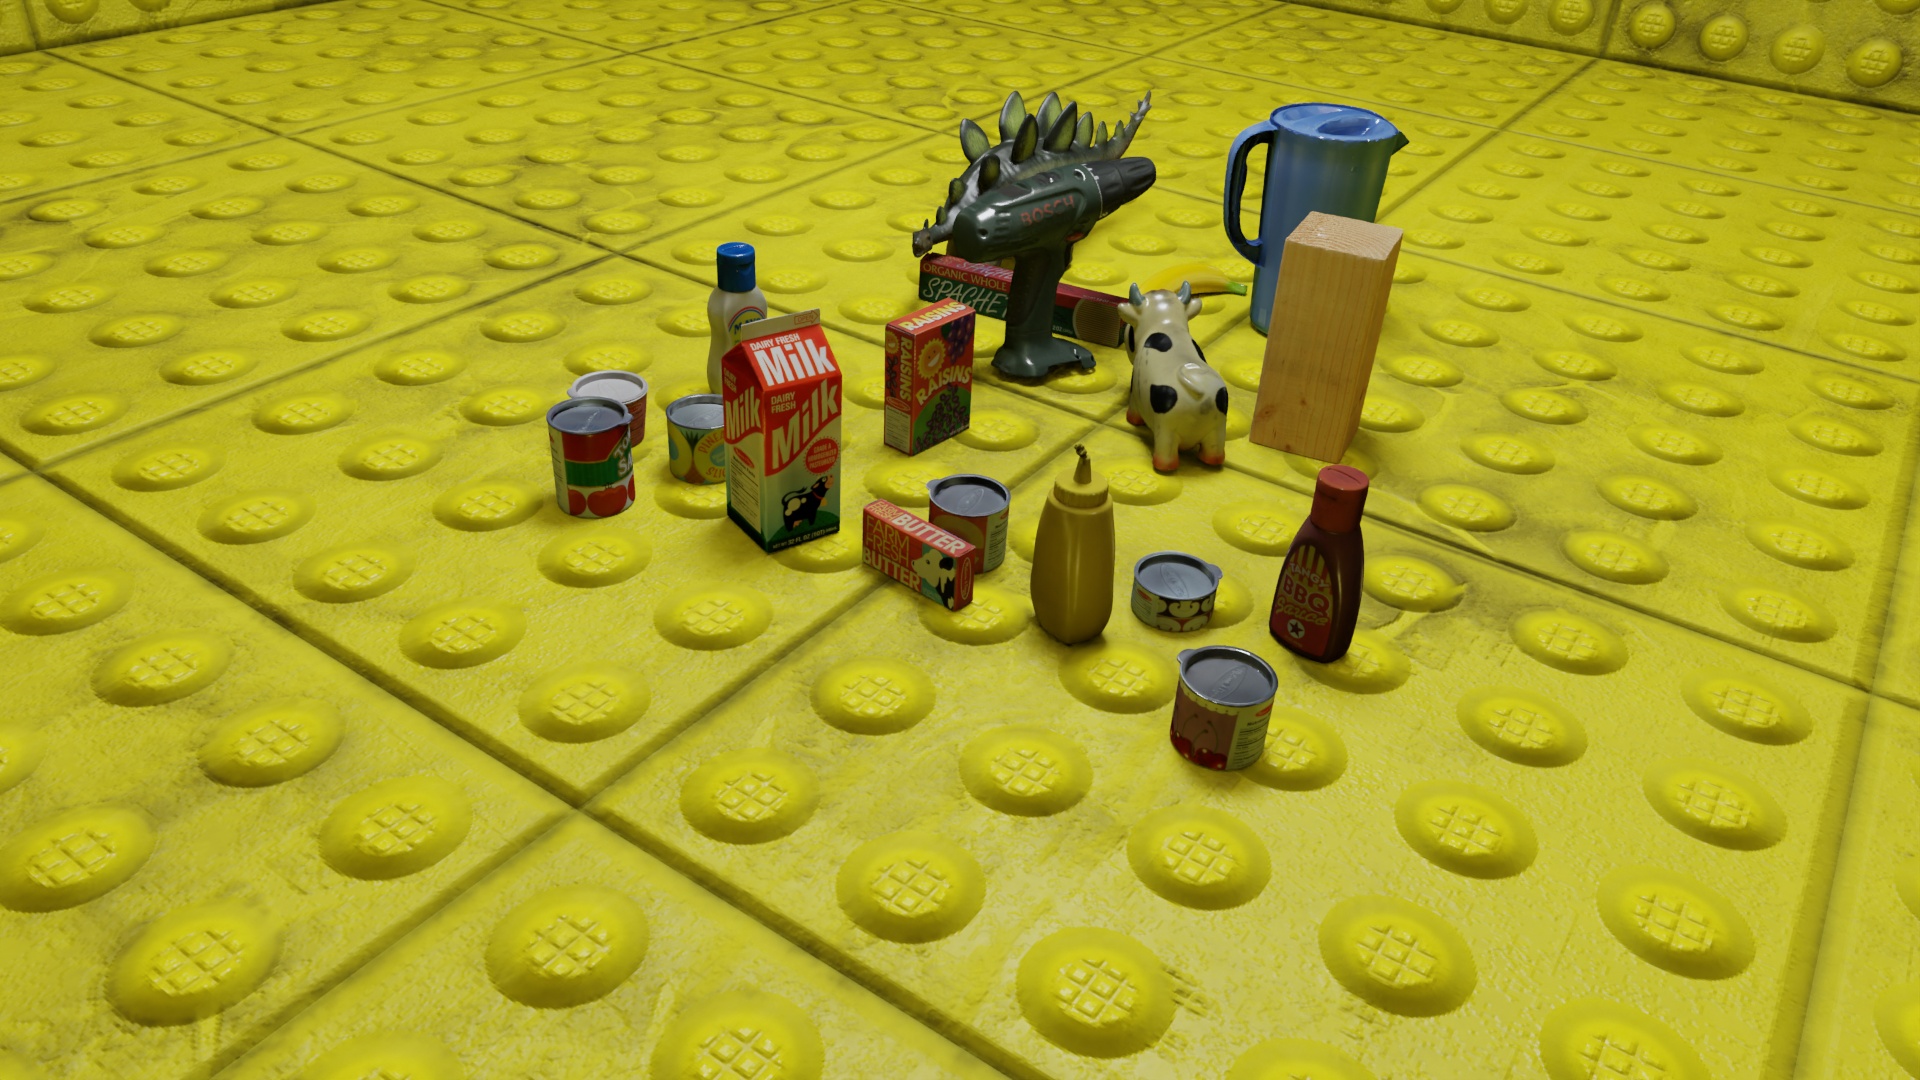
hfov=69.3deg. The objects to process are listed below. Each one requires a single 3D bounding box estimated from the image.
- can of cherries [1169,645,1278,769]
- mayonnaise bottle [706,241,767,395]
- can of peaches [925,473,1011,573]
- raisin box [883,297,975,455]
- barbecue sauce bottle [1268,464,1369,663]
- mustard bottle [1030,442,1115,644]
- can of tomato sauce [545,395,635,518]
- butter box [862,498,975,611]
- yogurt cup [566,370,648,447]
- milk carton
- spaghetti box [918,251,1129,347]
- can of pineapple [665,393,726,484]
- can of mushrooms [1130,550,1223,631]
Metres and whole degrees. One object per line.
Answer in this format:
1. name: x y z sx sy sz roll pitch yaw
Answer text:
1. can of cherries: 0.177 0.113 0.951 0.071 0.058 0.072 2 33 -1
2. mayonnaise bottle: -0.214 -0.211 1.335 0.065 0.147 0.041 -21 40 -33
3. can of peaches: 0.004 -0.014 1.133 0.071 0.057 0.071 2 33 -1
4. raisin box: -0.029 -0.151 1.283 0.040 0.122 0.086 28 40 33
5. barbecue sauce bottle: 0.270 0.016 1.027 0.044 0.147 0.065 -22 41 -34
6. mustard bottle: 0.086 -0.001 1.026 0.049 0.159 0.065 -16 37 -27
7. can of tomato sauce: -0.308 -0.070 1.168 0.071 0.082 0.071 2 33 -1
8. butter box: -0.035 0.010 1.096 0.103 0.052 0.024 28 40 33
9. yogurt cup: -0.318 -0.117 1.267 0.072 0.053 0.073 2 33 -1
10. milk carton: -0.144 -0.093 1.120 0.072 0.189 0.073 -19 39 -31
11. spaghetti box: 0.067 -0.268 1.540 0.250 0.050 0.029 18 35 21
12. can of pineapple: -0.225 -0.089 1.228 0.071 0.057 0.071 2 33 -1
13. can of mushrooms: 0.169 0.040 1.087 0.071 0.033 0.071 2 33 -1
